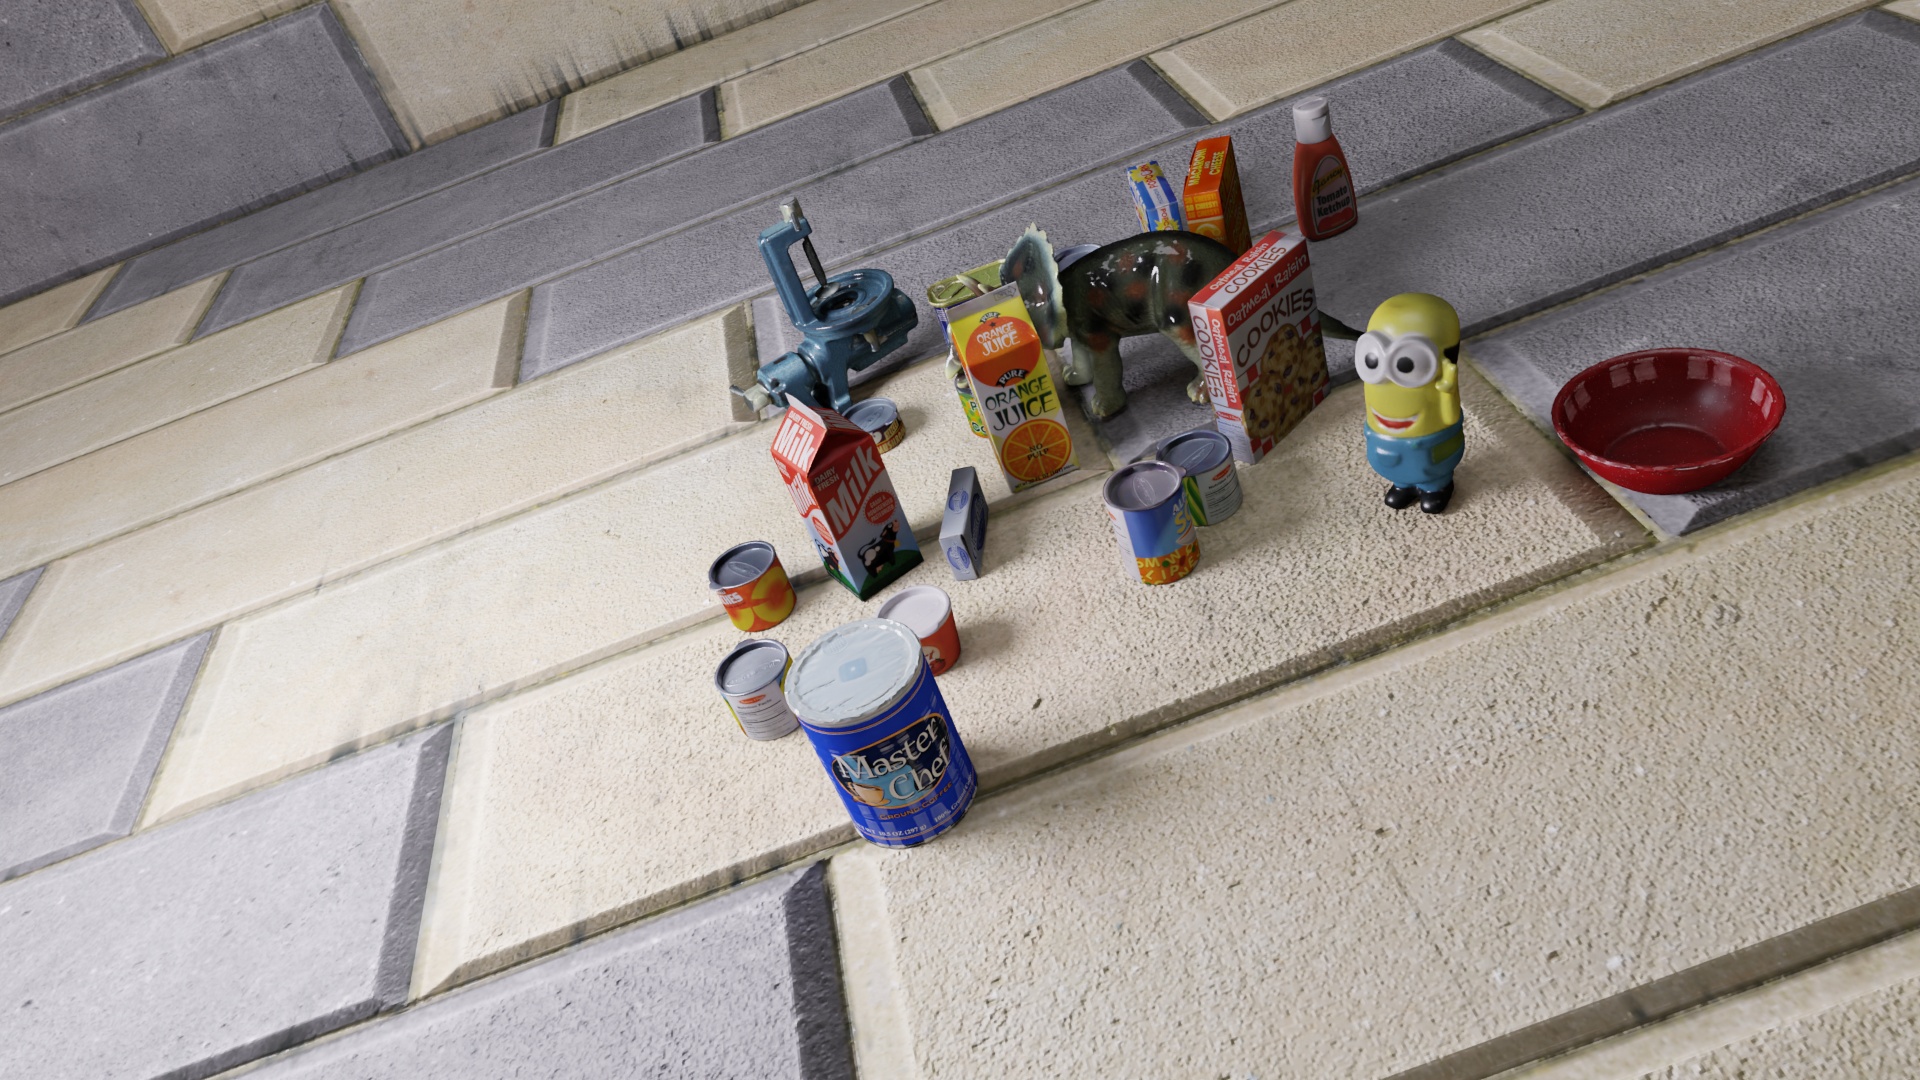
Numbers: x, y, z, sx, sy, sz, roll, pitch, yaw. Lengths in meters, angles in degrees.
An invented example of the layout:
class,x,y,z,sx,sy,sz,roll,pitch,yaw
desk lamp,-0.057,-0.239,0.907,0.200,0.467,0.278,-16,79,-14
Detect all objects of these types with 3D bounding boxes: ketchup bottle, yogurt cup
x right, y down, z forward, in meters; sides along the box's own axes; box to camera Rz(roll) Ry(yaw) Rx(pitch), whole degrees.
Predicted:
class,x,y,z,sx,sy,sz,roll,pitch,yaw
ketchup bottle,0.387,-0.402,1.497,0.065,0.148,0.044,-25,36,-5
yogurt cup,-0.033,0.078,1.163,0.072,0.053,0.073,-14,36,10

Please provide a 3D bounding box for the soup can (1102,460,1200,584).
class,x,y,z,sx,sy,sz,roll,pitch,yaw
soup can,0.163,-0.015,1.161,0.071,0.083,0.072,-14,36,10

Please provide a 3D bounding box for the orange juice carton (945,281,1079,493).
class,x,y,z,sx,sy,sz,roll,pitch,yaw
orange juice carton,0.046,-0.147,1.297,0.072,0.191,0.073,-22,35,0

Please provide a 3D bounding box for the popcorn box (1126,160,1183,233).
class,x,y,z,sx,sy,sz,roll,pitch,yaw
popcorn box,0.227,-0.370,1.590,0.038,0.085,0.127,-17,36,7

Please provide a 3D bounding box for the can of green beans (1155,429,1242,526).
class,x,y,z,sx,sy,sz,roll,pitch,yaw
can of green beans,0.209,-0.055,1.211,0.071,0.057,0.071,-14,36,10

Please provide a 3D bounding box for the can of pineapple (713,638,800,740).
class,x,y,z,sx,sy,sz,roll,pitch,yaw
can of pineapple,-0.165,0.124,1.166,0.071,0.057,0.071,-14,36,10

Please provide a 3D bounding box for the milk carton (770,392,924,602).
class,x,y,z,sx,sy,sz,roll,pitch,yaw
milk carton,-0.107,-0.046,1.245,0.074,0.189,0.072,-35,38,-18

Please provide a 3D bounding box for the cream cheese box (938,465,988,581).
class,x,y,z,sx,sy,sz,roll,pitch,yaw
cream cheese box,0.005,-0.016,1.267,0.024,0.053,0.104,-10,37,16

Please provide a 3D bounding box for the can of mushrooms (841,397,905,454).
class,x,y,z,sx,sy,sz,roll,pitch,yaw
can of mushrooms,-0.092,-0.119,1.467,0.071,0.033,0.071,-14,36,10

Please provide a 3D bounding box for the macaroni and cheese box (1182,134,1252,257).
class,x,y,z,sx,sy,sz,roll,pitch,yaw
macaroni and cheese box,0.267,-0.309,1.421,0.040,0.165,0.124,-5,39,22

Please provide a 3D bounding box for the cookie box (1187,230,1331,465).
class,x,y,z,sx,sy,sz,roll,pitch,yaw
cookie box,0.269,-0.172,1.240,0.123,0.166,0.040,-41,40,-25

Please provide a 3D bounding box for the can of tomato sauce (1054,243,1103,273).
class,x,y,z,sx,sy,sz,roll,pitch,yaw
can of tomato sauce,0.135,-0.270,1.508,0.071,0.082,0.071,-14,36,10

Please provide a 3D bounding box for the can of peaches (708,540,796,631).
class,x,y,z,sx,sy,sz,roll,pitch,yaw
can of peaches,-0.193,0.044,1.284,0.071,0.057,0.071,-14,36,10

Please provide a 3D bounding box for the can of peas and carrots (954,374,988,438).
class,x,y,z,sx,sy,sz,roll,pitch,yaw
can of peas and carrots,0.033,-0.144,1.415,0.071,0.058,0.071,-14,36,10
